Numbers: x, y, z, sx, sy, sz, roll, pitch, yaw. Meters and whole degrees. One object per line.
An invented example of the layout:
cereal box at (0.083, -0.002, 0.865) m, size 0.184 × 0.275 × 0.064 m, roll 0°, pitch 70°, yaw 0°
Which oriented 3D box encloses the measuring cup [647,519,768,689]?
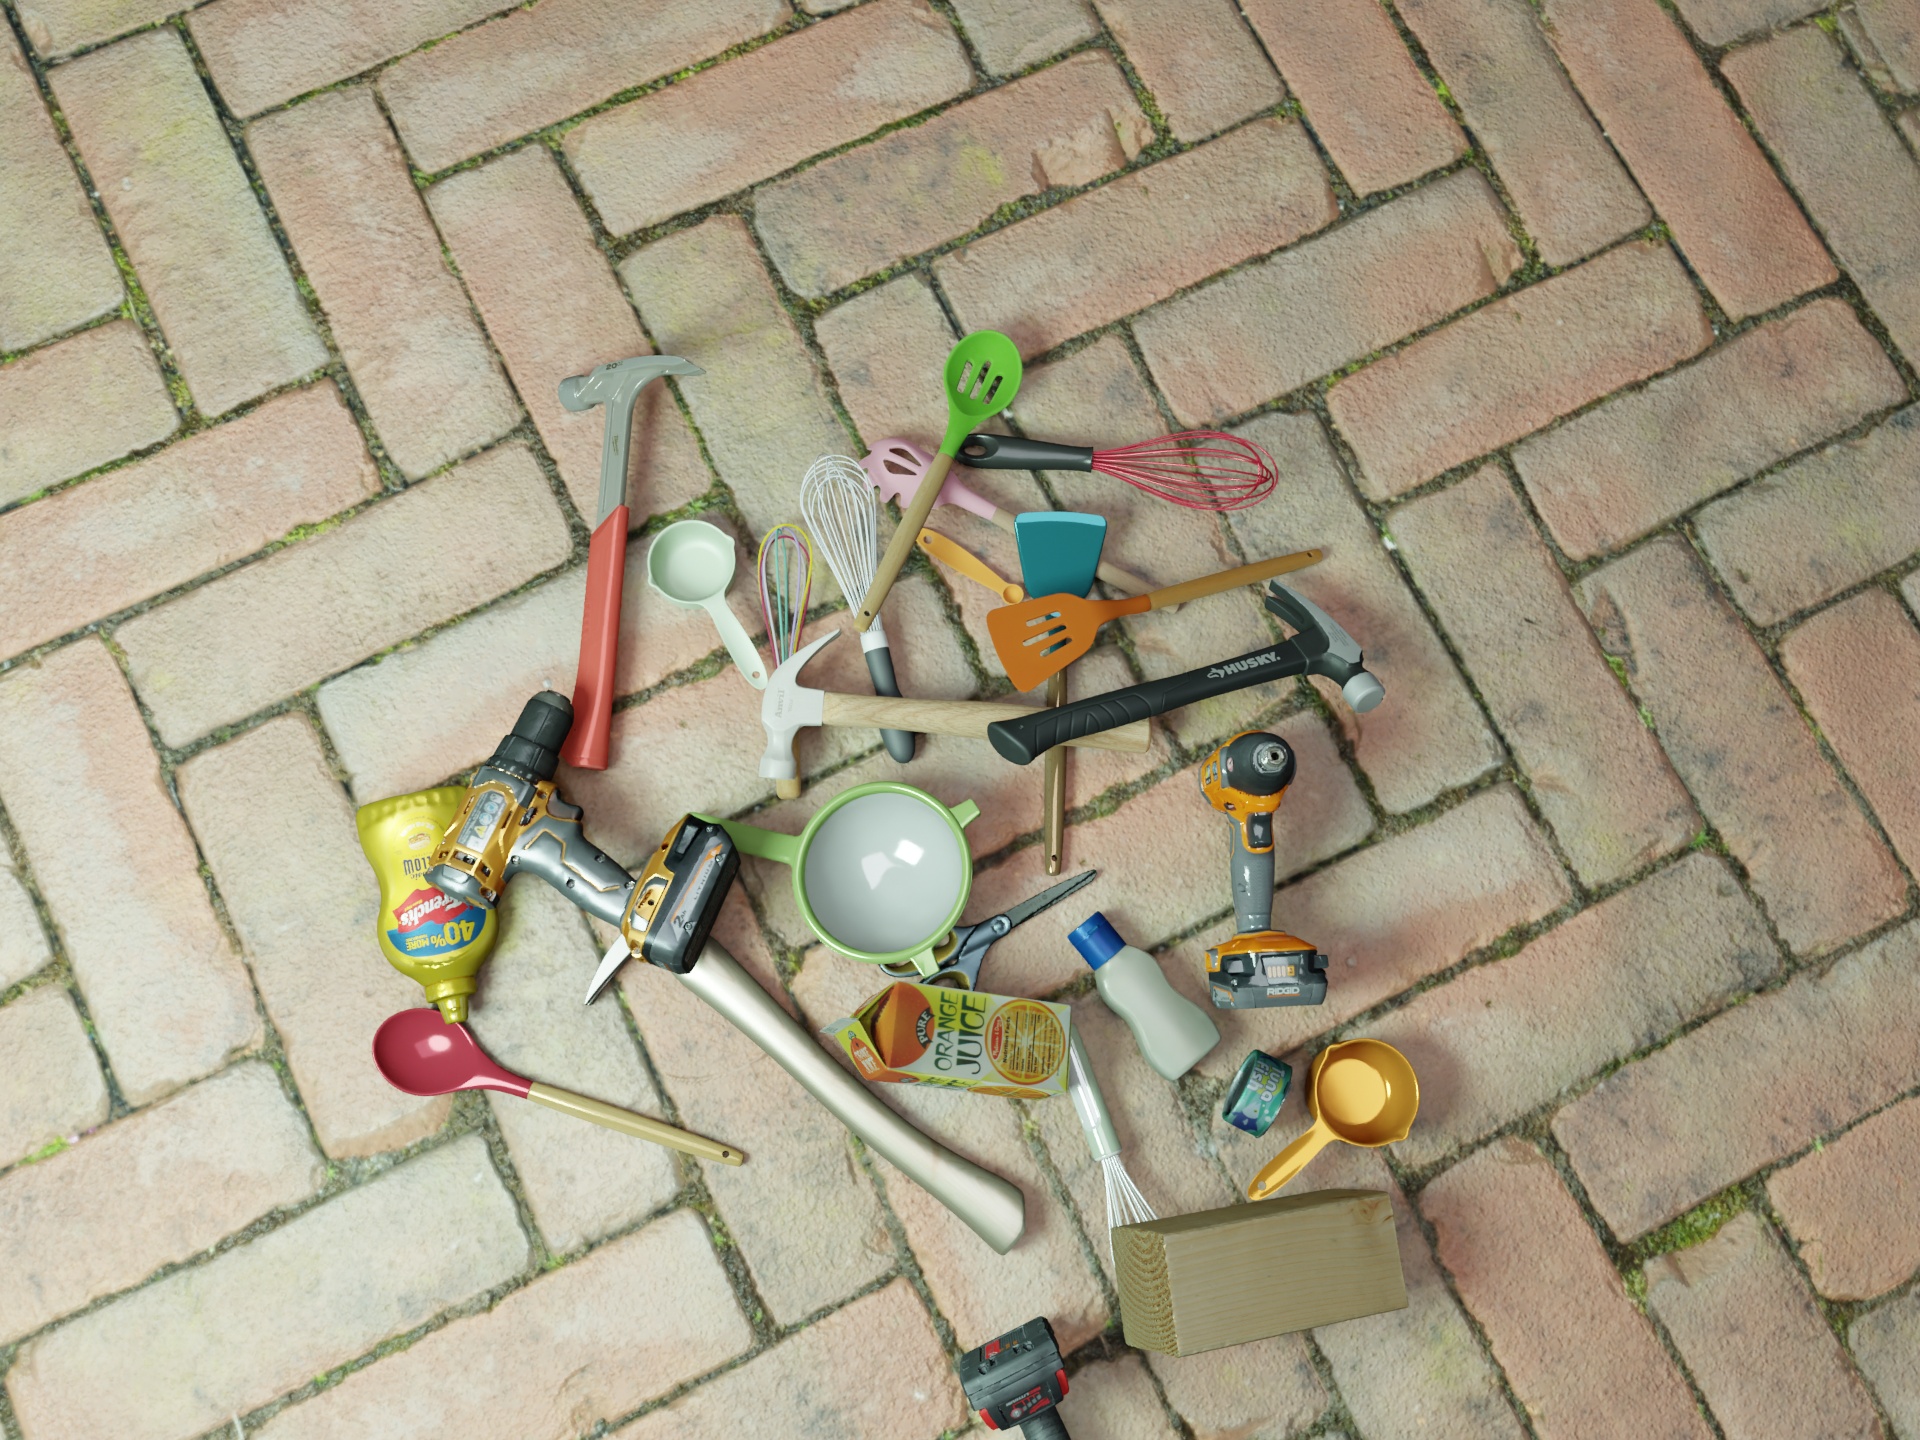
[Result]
measuring cup at (-0.212, -0.096, 1.394) m, size 0.083 × 0.038 × 0.167 m, roll -29°, pitch 83°, yaw -9°

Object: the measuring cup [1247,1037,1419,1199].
measuring cup at (0.299, 0.336, 1.320) m, size 0.173 × 0.052 × 0.095 m, roll -39°, pitch 82°, yaw -8°

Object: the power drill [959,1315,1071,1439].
power drill at (0.080, 0.579, 1.209) m, size 0.078 × 0.143 × 0.220 m, roll -25°, pitch 78°, yaw -5°

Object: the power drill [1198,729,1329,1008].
power drill at (0.246, 0.121, 1.307) m, size 0.084 × 0.164 × 0.226 m, roll -3°, pitch 80°, yaw -3°

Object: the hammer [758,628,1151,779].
hammer at (-0.002, -0.004, 1.354) m, size 0.331 × 0.031 × 0.130 m, roll 4°, pitch 88°, yaw -4°

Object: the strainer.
strainer at (-0.111, 0.119, 1.344) m, size 0.256 × 0.069 × 0.151 m, roll 12°, pitch 79°, yaw 12°

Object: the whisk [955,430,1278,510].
whisk at (0.138, -0.233, 1.433) m, size 0.296 × 0.073 × 0.073 m, roll 6°, pitch 78°, yaw 5°

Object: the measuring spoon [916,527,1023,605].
measuring spoon at (0.007, -0.138, 1.429) m, size 0.117 × 0.011 × 0.021 m, roll 34°, pitch 79°, yaw 8°

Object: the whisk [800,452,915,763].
whisk at (-0.083, -0.100, 1.395) m, size 0.070 × 0.070 × 0.285 m, roll -14°, pitch 84°, yaw -6°

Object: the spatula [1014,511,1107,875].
spatula at (0.084, -0.024, 1.390) m, size 0.082 × 0.044 × 0.318 m, roll 2°, pitch 79°, yaw -2°

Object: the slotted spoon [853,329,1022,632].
slotted spoon at (-0.026, -0.211, 1.393) m, size 0.070 × 0.031 × 0.314 m, roll 25°, pitch 70°, yaw -3°

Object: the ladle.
ladle at (-0.328, 0.310, 1.305) m, size 0.315 × 0.031 × 0.069 m, roll 19°, pitch 70°, yaw -1°

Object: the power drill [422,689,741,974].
power drill at (-0.294, 0.089, 1.288) m, size 0.226 × 0.084 × 0.185 m, roll 21°, pitch 72°, yaw 5°

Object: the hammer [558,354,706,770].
hammer at (-0.299, -0.136, 1.374) m, size 0.149 × 0.036 × 0.359 m, roll -2°, pitch 80°, yaw 31°

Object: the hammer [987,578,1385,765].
hammer at (0.180, -0.029, 1.344) m, size 0.334 × 0.035 × 0.146 m, roll -16°, pitch 52°, yaw -17°

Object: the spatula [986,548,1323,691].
spatula at (0.180, -0.105, 1.393) m, size 0.322 × 0.041 × 0.081 m, roll -16°, pitch 70°, yaw -22°

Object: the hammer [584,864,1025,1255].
hammer at (-0.119, 0.301, 1.313) m, size 0.411 × 0.038 × 0.146 m, roll 40°, pitch 80°, yaw 5°

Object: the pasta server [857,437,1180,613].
pasta server at (0.054, -0.172, 1.431) m, size 0.316 × 0.040 × 0.060 m, roll 27°, pitch 78°, yaw -1°

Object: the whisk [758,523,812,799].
whisk at (-0.150, -0.054, 1.386) m, size 0.047 × 0.051 × 0.245 m, roll -1°, pitch 81°, yaw -9°

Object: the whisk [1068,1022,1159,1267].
whisk at (0.124, 0.365, 1.307) m, size 0.058 × 0.059 × 0.246 m, roll -28°, pitch 73°, yaw 27°
